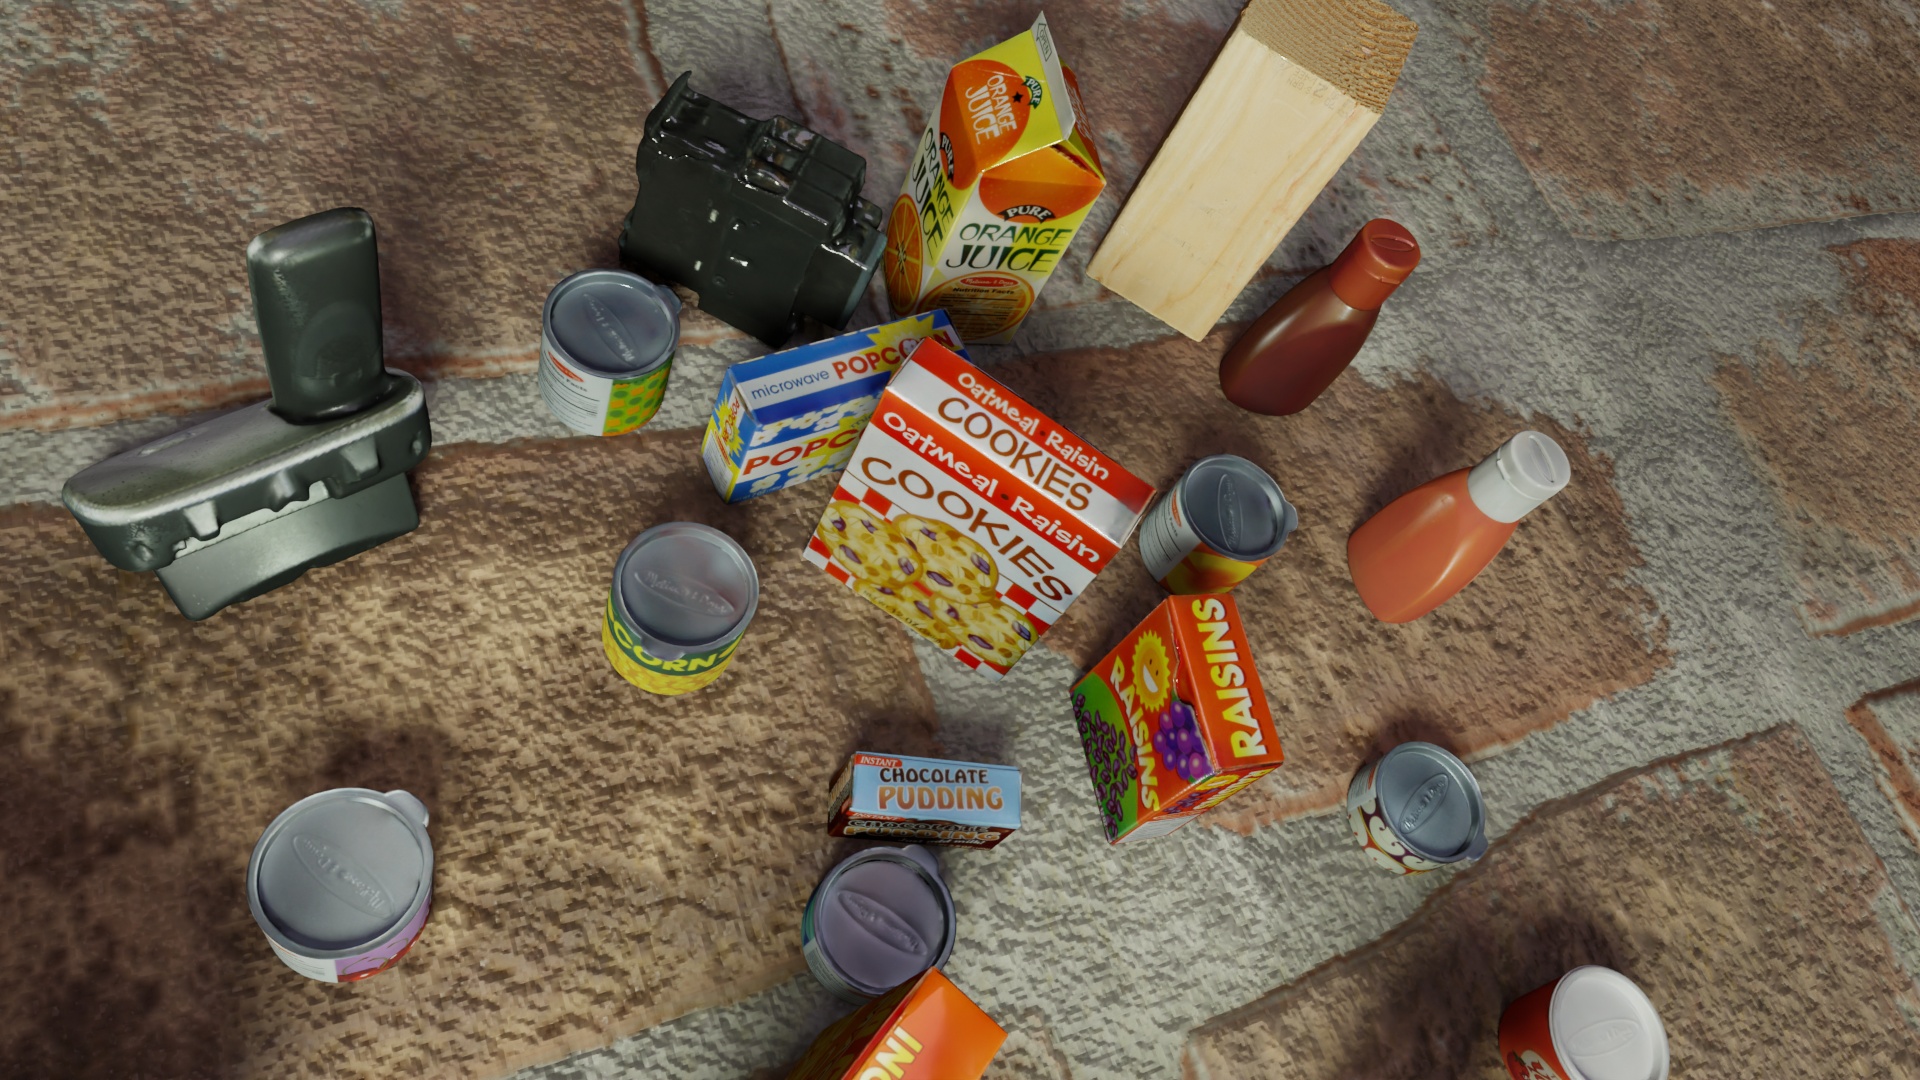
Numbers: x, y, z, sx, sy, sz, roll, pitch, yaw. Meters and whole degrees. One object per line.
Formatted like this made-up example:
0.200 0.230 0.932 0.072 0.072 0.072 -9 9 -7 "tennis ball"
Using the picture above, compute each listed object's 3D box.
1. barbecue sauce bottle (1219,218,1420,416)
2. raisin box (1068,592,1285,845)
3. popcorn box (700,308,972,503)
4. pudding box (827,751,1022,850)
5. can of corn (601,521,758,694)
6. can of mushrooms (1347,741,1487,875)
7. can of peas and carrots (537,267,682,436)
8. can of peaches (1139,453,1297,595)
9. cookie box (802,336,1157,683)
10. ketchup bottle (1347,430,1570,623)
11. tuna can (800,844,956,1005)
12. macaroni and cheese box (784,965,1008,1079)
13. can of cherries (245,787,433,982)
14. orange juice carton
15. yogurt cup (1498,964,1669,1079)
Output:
0.212 -0.128 0.815 0.065 0.147 0.044 5 62 -18 "barbecue sauce bottle"
0.100 0.088 0.673 0.040 0.122 0.086 -2 64 -21 "raisin box"
-0.065 -0.069 0.719 0.127 0.084 0.038 -20 72 -28 "popcorn box"
-0.017 0.123 0.656 0.084 0.049 0.030 9 61 -16 "pudding box"
-0.134 0.035 0.655 0.071 0.058 0.071 9 61 -16 "can of corn"
0.247 0.147 0.749 0.071 0.033 0.071 9 61 -16 "can of mushrooms"
-0.178 -0.096 0.708 0.071 0.058 0.071 9 61 -16 "can of peas and carrots"
0.143 -0.006 0.778 0.071 0.057 0.071 9 61 -16 "can of peaches"
0.002 -0.008 0.663 0.123 0.166 0.040 34 57 -1 "cookie box"
0.275 -0.009 0.774 0.043 0.148 0.065 -5 65 -22 "ketchup bottle"
-0.037 0.173 0.631 0.071 0.032 0.071 9 61 -16 "tuna can"
-0.057 0.231 0.514 0.040 0.165 0.124 40 57 3 "macaroni and cheese box"
-0.245 0.138 0.559 0.071 0.058 0.072 9 61 -16 "can of cherries"
0.018 -0.188 0.750 0.073 0.191 0.072 -2 64 -21 "orange juice carton"
0.312 0.254 0.703 0.072 0.053 0.073 9 61 -16 "yogurt cup"
